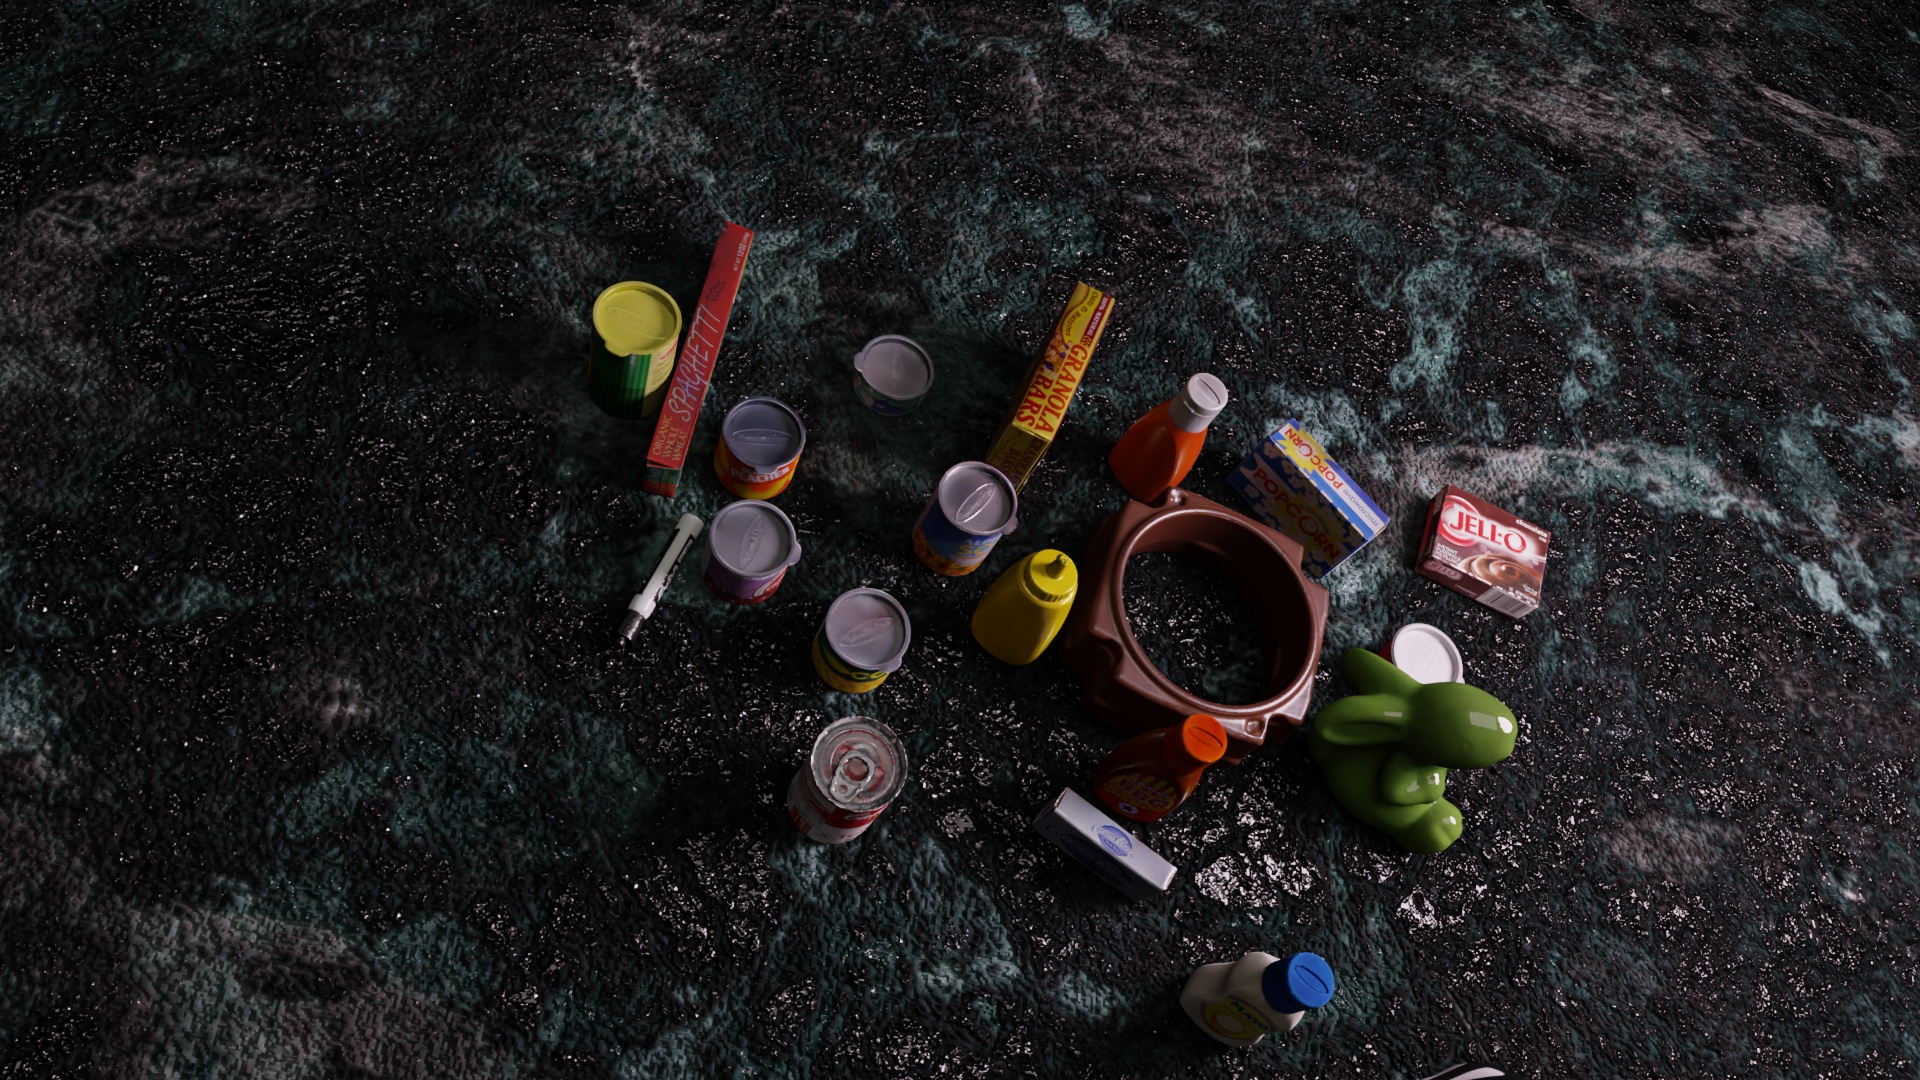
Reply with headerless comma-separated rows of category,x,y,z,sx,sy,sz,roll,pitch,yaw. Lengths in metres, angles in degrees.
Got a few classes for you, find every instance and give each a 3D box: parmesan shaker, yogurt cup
parmesan shaker,-0.261,-0.146,1.098,0.071,0.102,0.071,8,63,-15
yogurt cup,0.393,0.113,1.211,0.072,0.053,0.072,8,62,-15

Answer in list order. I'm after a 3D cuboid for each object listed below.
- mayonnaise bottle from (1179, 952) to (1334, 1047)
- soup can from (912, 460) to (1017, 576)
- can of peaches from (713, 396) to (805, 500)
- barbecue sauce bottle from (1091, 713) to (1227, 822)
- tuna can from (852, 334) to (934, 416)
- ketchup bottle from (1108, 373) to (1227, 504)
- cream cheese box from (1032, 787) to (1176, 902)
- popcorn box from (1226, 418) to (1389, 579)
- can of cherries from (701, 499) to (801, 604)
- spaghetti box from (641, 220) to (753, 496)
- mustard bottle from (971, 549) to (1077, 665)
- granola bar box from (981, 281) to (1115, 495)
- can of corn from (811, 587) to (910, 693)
mayonnaise bottle,0.213,0.324,0.990,0.065,0.147,0.041,38,59,3
soup can,0.004,-0.014,1.130,0.071,0.083,0.071,8,62,-15
can of peaches,-0.163,-0.071,1.119,0.071,0.057,0.071,8,62,-15
barbecue sauce bottle,0.153,0.170,1.048,0.065,0.147,0.044,29,59,-3
tuna can,-0.061,-0.143,1.203,0.071,0.032,0.071,8,62,-15
ketchup bottle,0.179,-0.089,1.187,0.044,0.148,0.065,-34,79,-29
cream cheese box,0.108,0.233,1.056,0.104,0.053,0.024,37,59,2
popcorn box,0.309,-0.036,1.240,0.038,0.084,0.127,-36,80,-29
can of cherries,-0.163,0.011,1.077,0.071,0.058,0.072,8,62,-15
spaghetti box,-0.216,-0.152,1.147,0.029,0.050,0.251,16,60,-10
mustard bottle,0.057,0.045,1.073,0.065,0.159,0.049,36,59,1
granola bar box,0.069,-0.122,1.182,0.039,0.123,0.166,27,59,-4
can of corn,-0.076,0.080,1.070,0.071,0.058,0.071,8,62,-15
